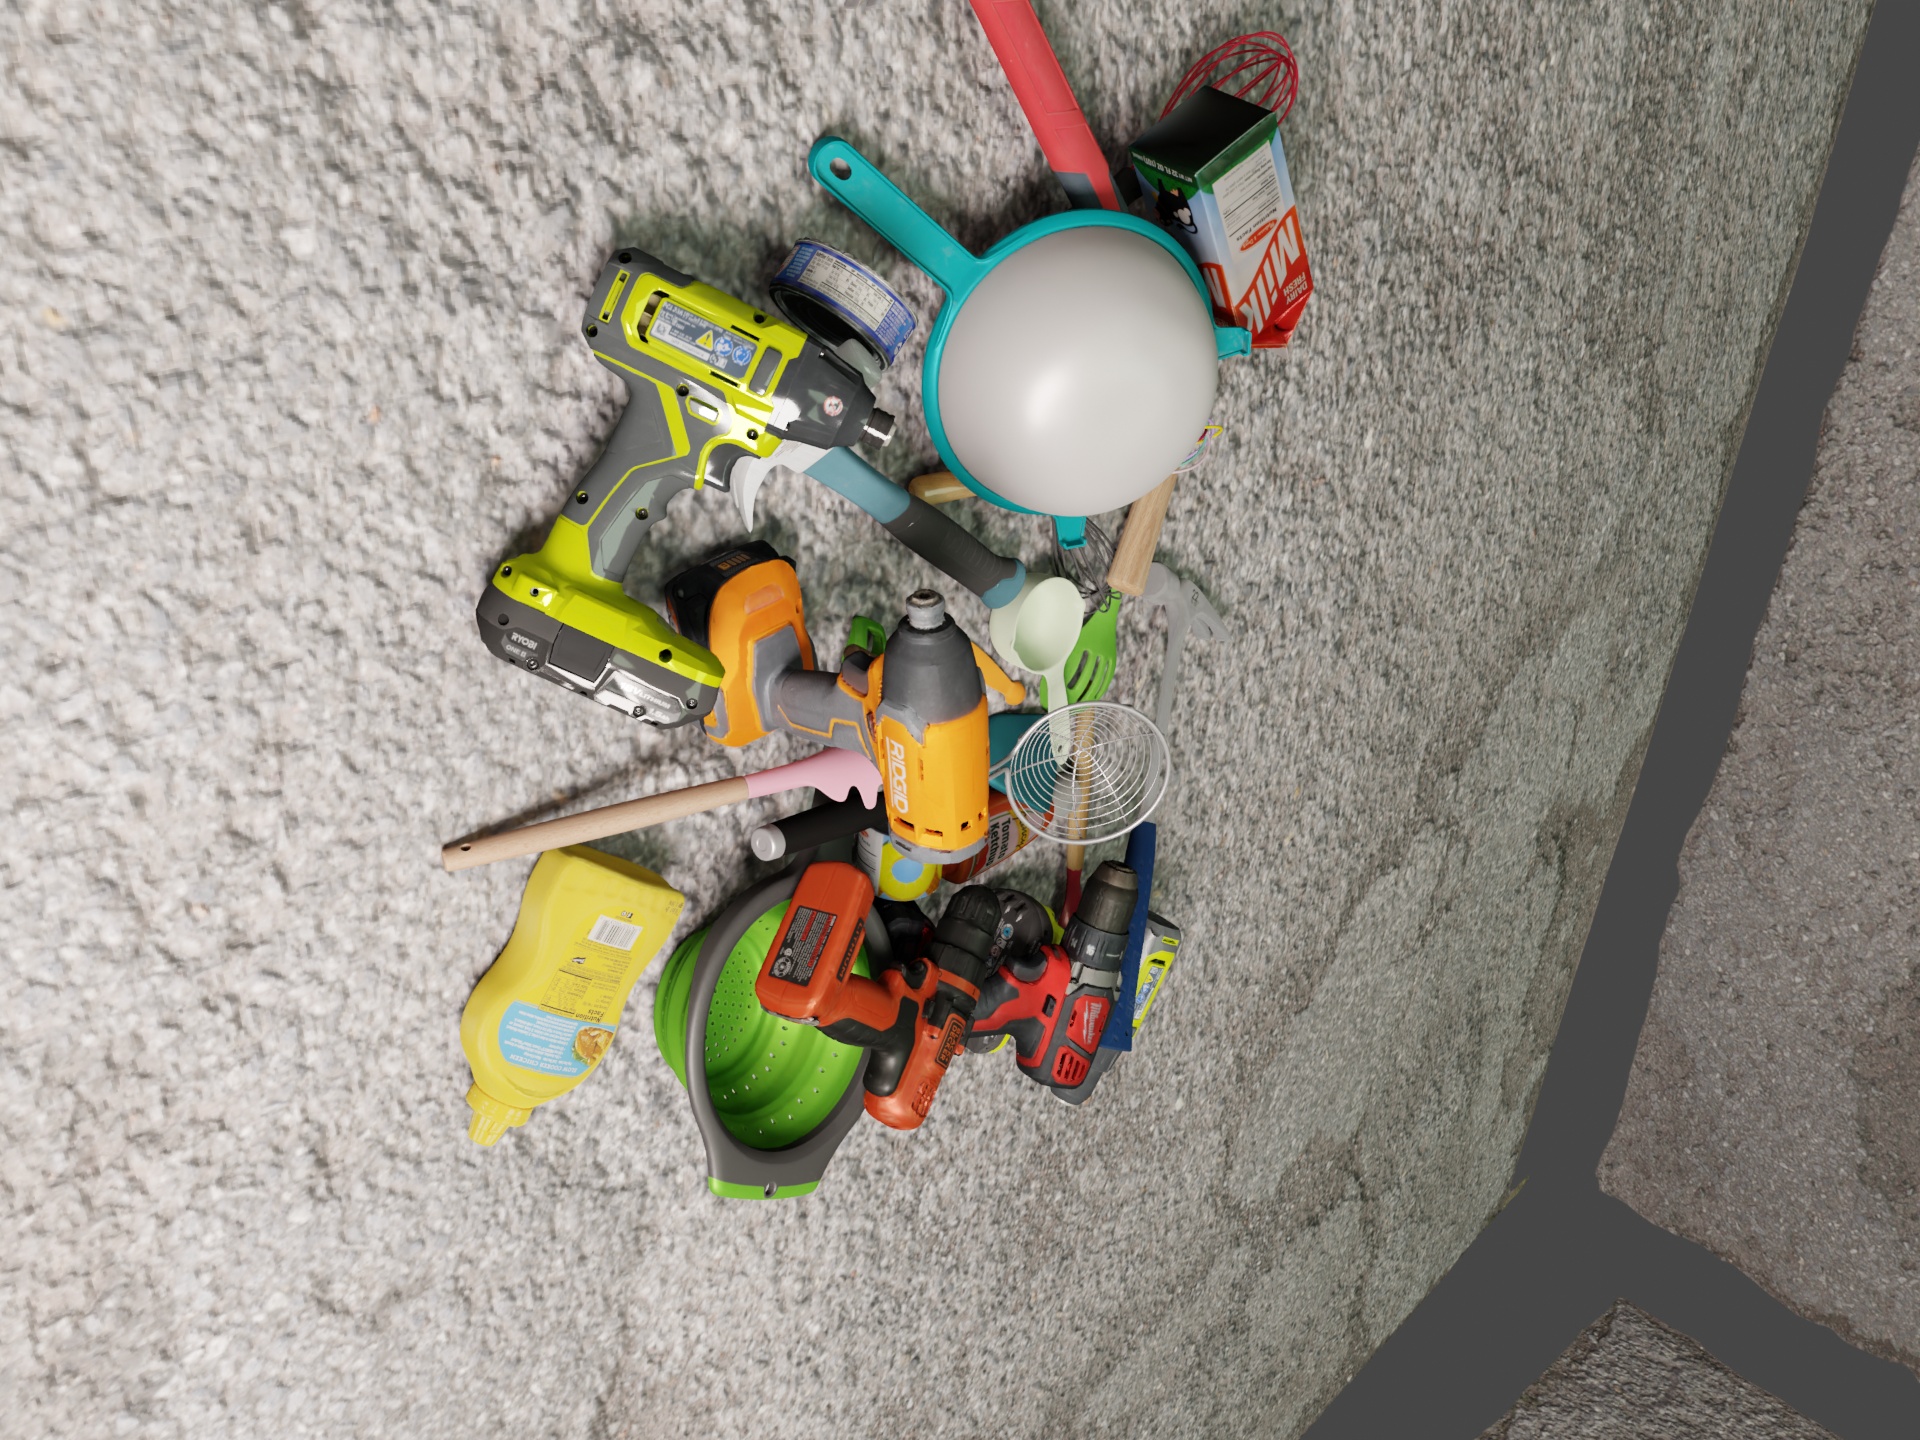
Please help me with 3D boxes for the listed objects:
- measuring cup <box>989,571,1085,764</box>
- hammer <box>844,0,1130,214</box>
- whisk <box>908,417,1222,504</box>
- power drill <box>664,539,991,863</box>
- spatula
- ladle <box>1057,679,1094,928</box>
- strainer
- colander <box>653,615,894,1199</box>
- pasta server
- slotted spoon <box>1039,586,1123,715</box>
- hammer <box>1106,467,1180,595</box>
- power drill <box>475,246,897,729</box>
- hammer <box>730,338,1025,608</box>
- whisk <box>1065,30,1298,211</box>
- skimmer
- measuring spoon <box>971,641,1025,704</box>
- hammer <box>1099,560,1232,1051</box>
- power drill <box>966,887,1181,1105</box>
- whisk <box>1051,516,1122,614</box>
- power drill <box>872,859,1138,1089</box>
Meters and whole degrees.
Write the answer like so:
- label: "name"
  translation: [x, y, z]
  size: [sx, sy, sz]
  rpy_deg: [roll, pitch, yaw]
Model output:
- label: "measuring cup"
  translation: [0.061, -0.040, 1.248]
  size: [0.083, 0.038, 0.167]
  rpy_deg: [-33, 130, -32]
- label: "hammer"
  translation: [0.068, -0.347, 1.027]
  size: [0.143, 0.038, 0.385]
  rpy_deg: [-50, 133, -14]
- label: "whisk"
  translation: [0.079, -0.186, 1.127]
  size: [0.245, 0.047, 0.051]
  rpy_deg: [-14, 114, -20]
- label: "power drill"
  translation: [-0.074, -0.028, 0.936]
  size: [0.084, 0.227, 0.164]
  rpy_deg: [-31, 133, -36]
- label: "spatula"
  translation: [-0.002, -0.004, 1.172]
  size: [0.317, 0.044, 0.082]
  rpy_deg: [34, 61, -62]
- label: "ladle"
  translation: [0.103, 0.106, 1.414]
  size: [0.069, 0.031, 0.315]
  rpy_deg: [-24, 127, -39]
- label: "strainer"
  translation: [0.045, -0.240, 0.991]
  size: [0.340, 0.095, 0.211]
  rpy_deg: [32, 105, -37]
- label: "colander"
  translation: [-0.126, 0.120, 1.102]
  size: [0.204, 0.094, 0.397]
  rpy_deg: [22, 76, -52]
- label: "pasta server"
  translation: [-0.159, 0.054, 0.985]
  size: [0.316, 0.060, 0.040]
  rpy_deg: [-13, 130, -26]
- label: "slotted spoon"
  translation: [0.141, -0.146, 1.300]
  size: [0.070, 0.031, 0.314]
  rpy_deg: [17, 96, -38]
- label: "hammer"
  translation: [0.175, -0.256, 1.227]
  size: [0.130, 0.031, 0.331]
  rpy_deg: [23, 84, -55]
- label: "power drill"
  translation: [-0.150, -0.116, 0.859]
  size: [0.171, 0.080, 0.223]
  rpy_deg: [25, 96, -11]
- label: "hammer"
  translation: [-0.037, -0.137, 1.046]
  size: [0.128, 0.033, 0.330]
  rpy_deg: [-34, 154, 15]
- label: "whisk"
  translation: [0.134, -0.391, 1.119]
  size: [0.296, 0.073, 0.073]
  rpy_deg: [-43, 140, -15]
- label: "skimmer"
  translation: [0.013, 0.061, 1.120]
  size: [0.363, 0.090, 0.127]
  rpy_deg: [-15, 130, -48]
- label: "measuring spoon"
  translation: [0.022, -0.038, 1.234]
  size: [0.021, 0.011, 0.116]
  rpy_deg: [-60, 144, -5]
- label: "hammer"
  translation: [0.164, 0.078, 1.363]
  size: [0.144, 0.035, 0.405]
  rpy_deg: [23, 75, -55]
- label: "power drill"
  translation: [0.083, 0.244, 1.398]
  size: [0.228, 0.080, 0.190]
  rpy_deg: [21, 97, -45]
- label: "whisk"
  translation: [0.072, -0.161, 1.194]
  size: [0.055, 0.055, 0.238]
  rpy_deg: [-51, 138, -16]
- label: "power drill"
  translation: [0.028, 0.185, 1.238]
  size: [0.226, 0.080, 0.188]
  rpy_deg: [14, 100, -24]
